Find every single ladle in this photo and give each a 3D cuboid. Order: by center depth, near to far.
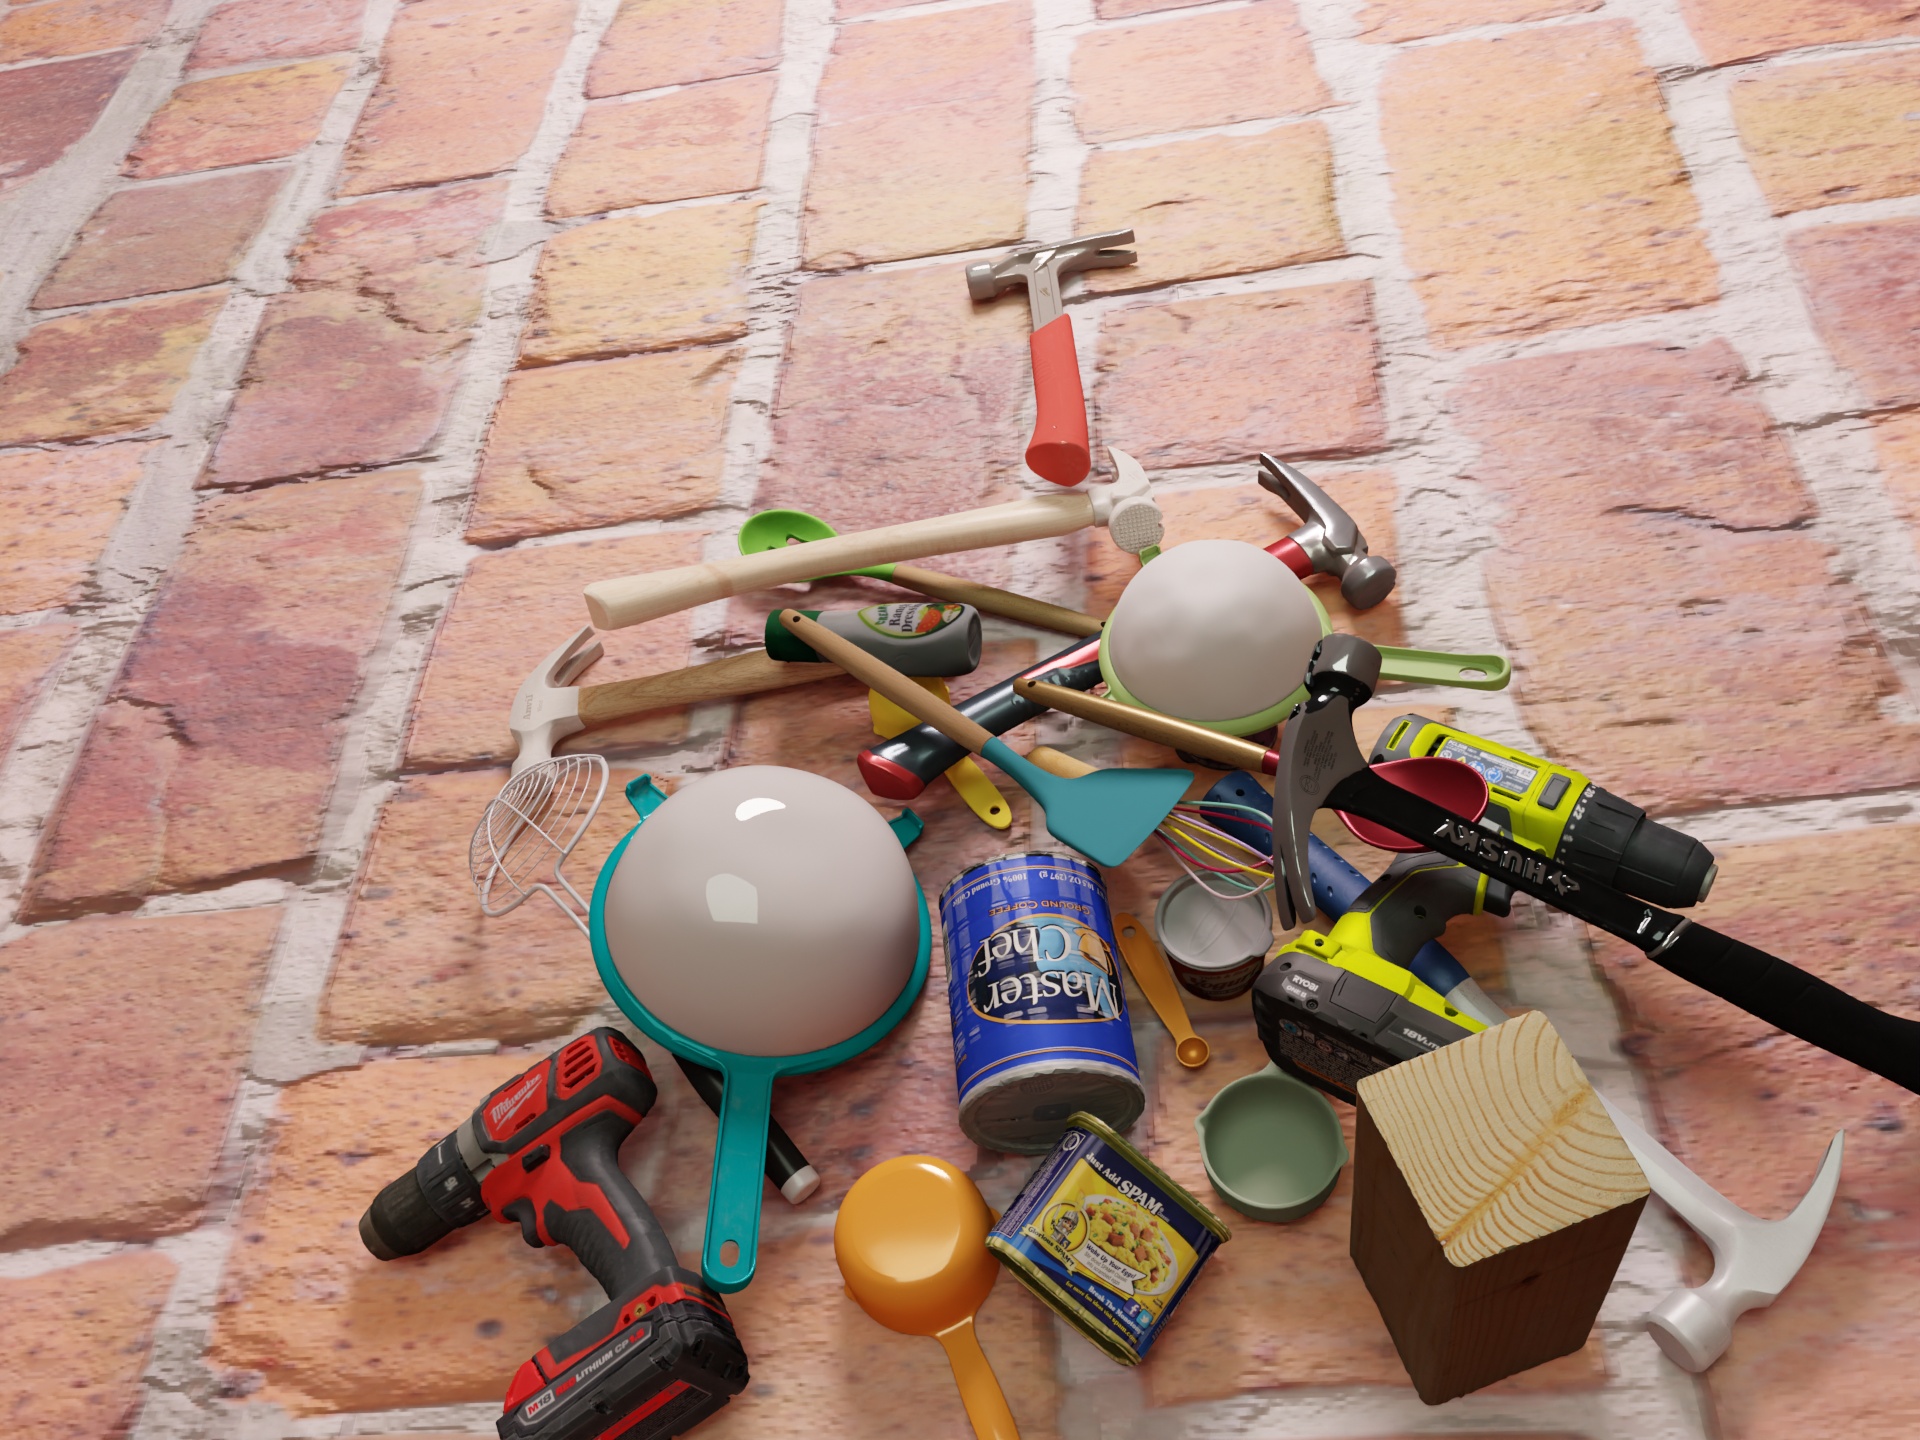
[{"bbox_3d":[0.155,0.017,0.924,0.316,0.031,0.069,18,56,37],"label":"ladle"}]

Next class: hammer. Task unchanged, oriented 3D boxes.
[{"bbox_3d":[0.338,0.105,0.799,0.409,0.036,0.149,25,68,-7],"label":"hammer"},{"bbox_3d":[0.291,0.157,0.895,0.144,0.035,0.406,-35,53,-14],"label":"hammer"},{"bbox_3d":[0.099,-0.059,1.087,0.386,0.038,0.143,-27,55,-12],"label":"hammer"},{"bbox_3d":[-0.066,-0.127,1.150,0.410,0.038,0.146,-11,26,2],"label":"hammer"},{"bbox_3d":[-0.164,-0.034,1.153,0.331,0.031,0.130,-12,51,3],"label":"hammer"},{"bbox_3d":[0.082,-0.292,1.249,0.149,0.036,0.359,-10,38,6],"label":"hammer"}]

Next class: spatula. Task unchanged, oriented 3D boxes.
[{"bbox_3d":[-0.002,-0.003,1.008,0.318,0.044,0.082,32,64,27],"label":"spatula"}]

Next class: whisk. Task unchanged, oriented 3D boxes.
[{"bbox_3d":[0.114,0.054,0.964,0.047,0.051,0.245,-22,26,-27],"label":"whisk"}]

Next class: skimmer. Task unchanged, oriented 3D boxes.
[{"bbox_3d":[-0.195,0.158,1.006,0.127,0.090,0.364,-47,66,4],"label":"skimmer"}]

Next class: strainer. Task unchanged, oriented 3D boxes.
[{"bbox_3d":[-0.113,0.145,0.909,0.211,0.095,0.341,8,46,-8],"label":"strainer"},{"bbox_3d":[0.207,-0.058,0.984,0.256,0.069,0.152,8,54,21],"label":"strainer"}]

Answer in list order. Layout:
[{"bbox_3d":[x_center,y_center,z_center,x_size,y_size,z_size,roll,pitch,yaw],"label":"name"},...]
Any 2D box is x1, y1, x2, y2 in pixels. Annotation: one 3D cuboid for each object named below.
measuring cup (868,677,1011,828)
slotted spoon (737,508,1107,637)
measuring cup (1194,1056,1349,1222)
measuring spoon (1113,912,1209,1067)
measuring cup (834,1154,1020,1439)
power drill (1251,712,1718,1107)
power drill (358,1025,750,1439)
[{"bbox_3d":[-0.011,0.015,1.079,0.062,0.029,0.157,-31,52,-12],"label":"measuring cup"},{"bbox_3d":[-0.025,-0.100,1.176,0.314,0.031,0.070,17,56,22],"label":"slotted spoon"},{"bbox_3d":[0.182,0.199,0.887,0.083,0.038,0.168,8,53,19],"label":"measuring cup"},{"bbox_3d":[0.118,0.161,0.951,0.021,0.011,0.117,-23,48,-4],"label":"measuring spoon"},{"bbox_3d":[-0.009,0.308,0.834,0.095,0.052,0.174,-24,49,-6],"label":"measuring cup"},{"bbox_3d":[0.281,0.109,0.863,0.191,0.080,0.228,24,58,29],"label":"power drill"},{"bbox_3d":[-0.231,0.300,0.876,0.188,0.080,0.227,-34,49,-1],"label":"power drill"}]
